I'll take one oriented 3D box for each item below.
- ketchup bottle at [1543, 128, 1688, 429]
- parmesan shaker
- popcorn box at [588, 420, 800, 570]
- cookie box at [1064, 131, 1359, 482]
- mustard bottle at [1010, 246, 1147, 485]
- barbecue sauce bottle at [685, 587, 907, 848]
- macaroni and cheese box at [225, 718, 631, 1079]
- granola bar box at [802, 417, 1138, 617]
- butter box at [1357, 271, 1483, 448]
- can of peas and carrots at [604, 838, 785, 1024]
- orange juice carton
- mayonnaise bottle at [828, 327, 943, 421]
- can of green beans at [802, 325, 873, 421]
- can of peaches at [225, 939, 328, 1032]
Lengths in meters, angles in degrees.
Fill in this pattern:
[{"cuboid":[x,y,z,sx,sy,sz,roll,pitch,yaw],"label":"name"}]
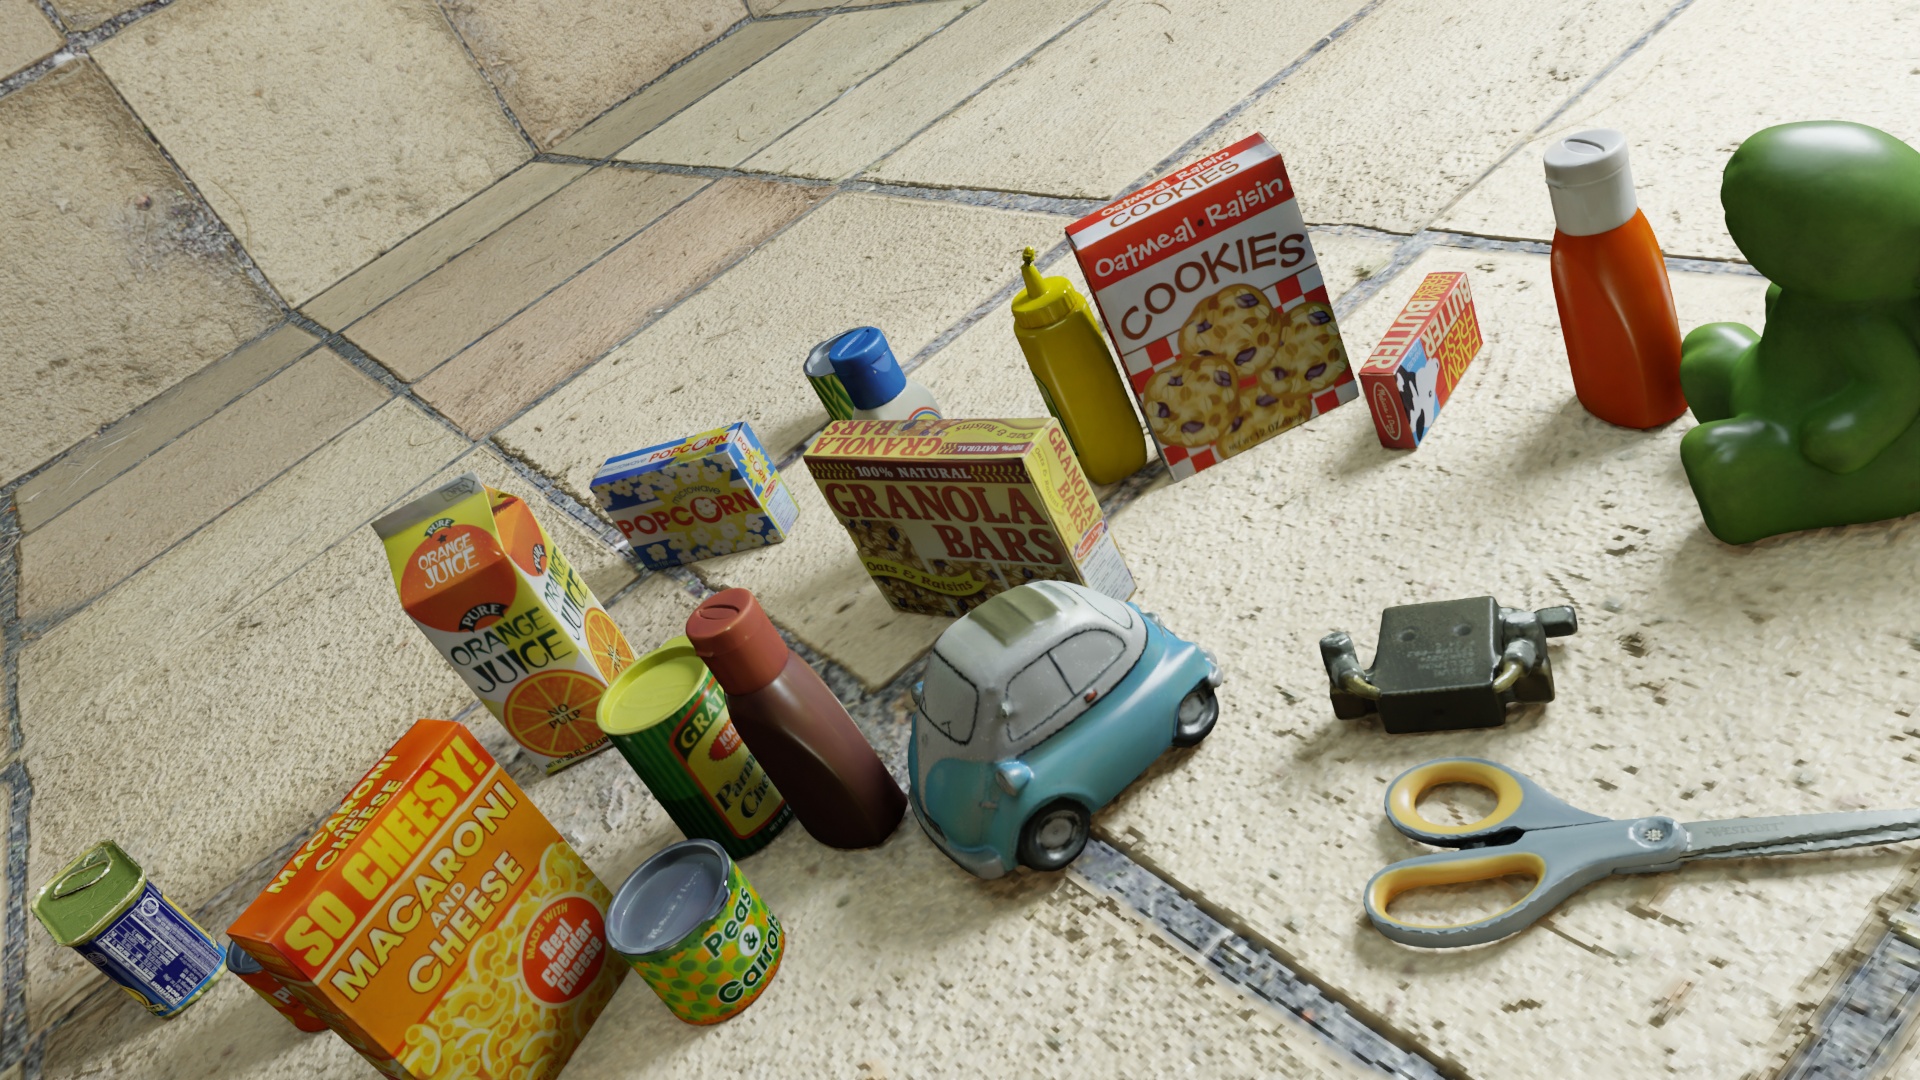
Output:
[{"cuboid":[0.320,-0.128,0.687,0.043,0.148,0.065,-29,31,-1],"label":"ketchup bottle"},{"cuboid":[-0.136,0.111,0.739,0.071,0.102,0.072,-20,32,13],"label":"parmesan shaker"},{"cuboid":[-0.193,-0.030,1.006,0.126,0.085,0.038,-12,35,25],"label":"popcorn box"},{"cuboid":[0.148,-0.133,0.810,0.123,0.166,0.040,-25,31,5],"label":"cookie box"},{"cuboid":[0.066,-0.110,0.847,0.049,0.159,0.065,-28,31,1],"label":"mustard bottle"},{"cuboid":[-0.083,0.089,0.686,0.065,0.148,0.044,1,42,39],"label":"barbecue sauce bottle"},{"cuboid":[-0.235,0.184,0.648,0.040,0.165,0.124,-3,39,36],"label":"macaroni and cheese box"},{"cuboid":[0.003,-0.010,0.786,0.165,0.123,0.039,3,43,41],"label":"granola bar box"},{"cuboid":[0.262,-0.103,0.788,0.024,0.053,0.104,6,45,44],"label":"butter box"},{"cuboid":[-0.123,0.186,0.662,0.071,0.058,0.071,-20,32,13],"label":"can of peas and carrots"},{"cuboid":[-0.274,0.046,0.855,0.072,0.192,0.073,-26,31,5],"label":"orange juice carton"},{"cuboid":[-0.034,-0.063,0.868,0.041,0.147,0.065,6,45,43],"label":"mayonnaise bottle"},{"cuboid":[-0.080,-0.125,1.082,0.071,0.057,0.071,-20,32,13],"label":"can of green beans"},{"cuboid":[-0.365,0.234,0.782,0.071,0.058,0.071,-20,32,13],"label":"can of peaches"}]
